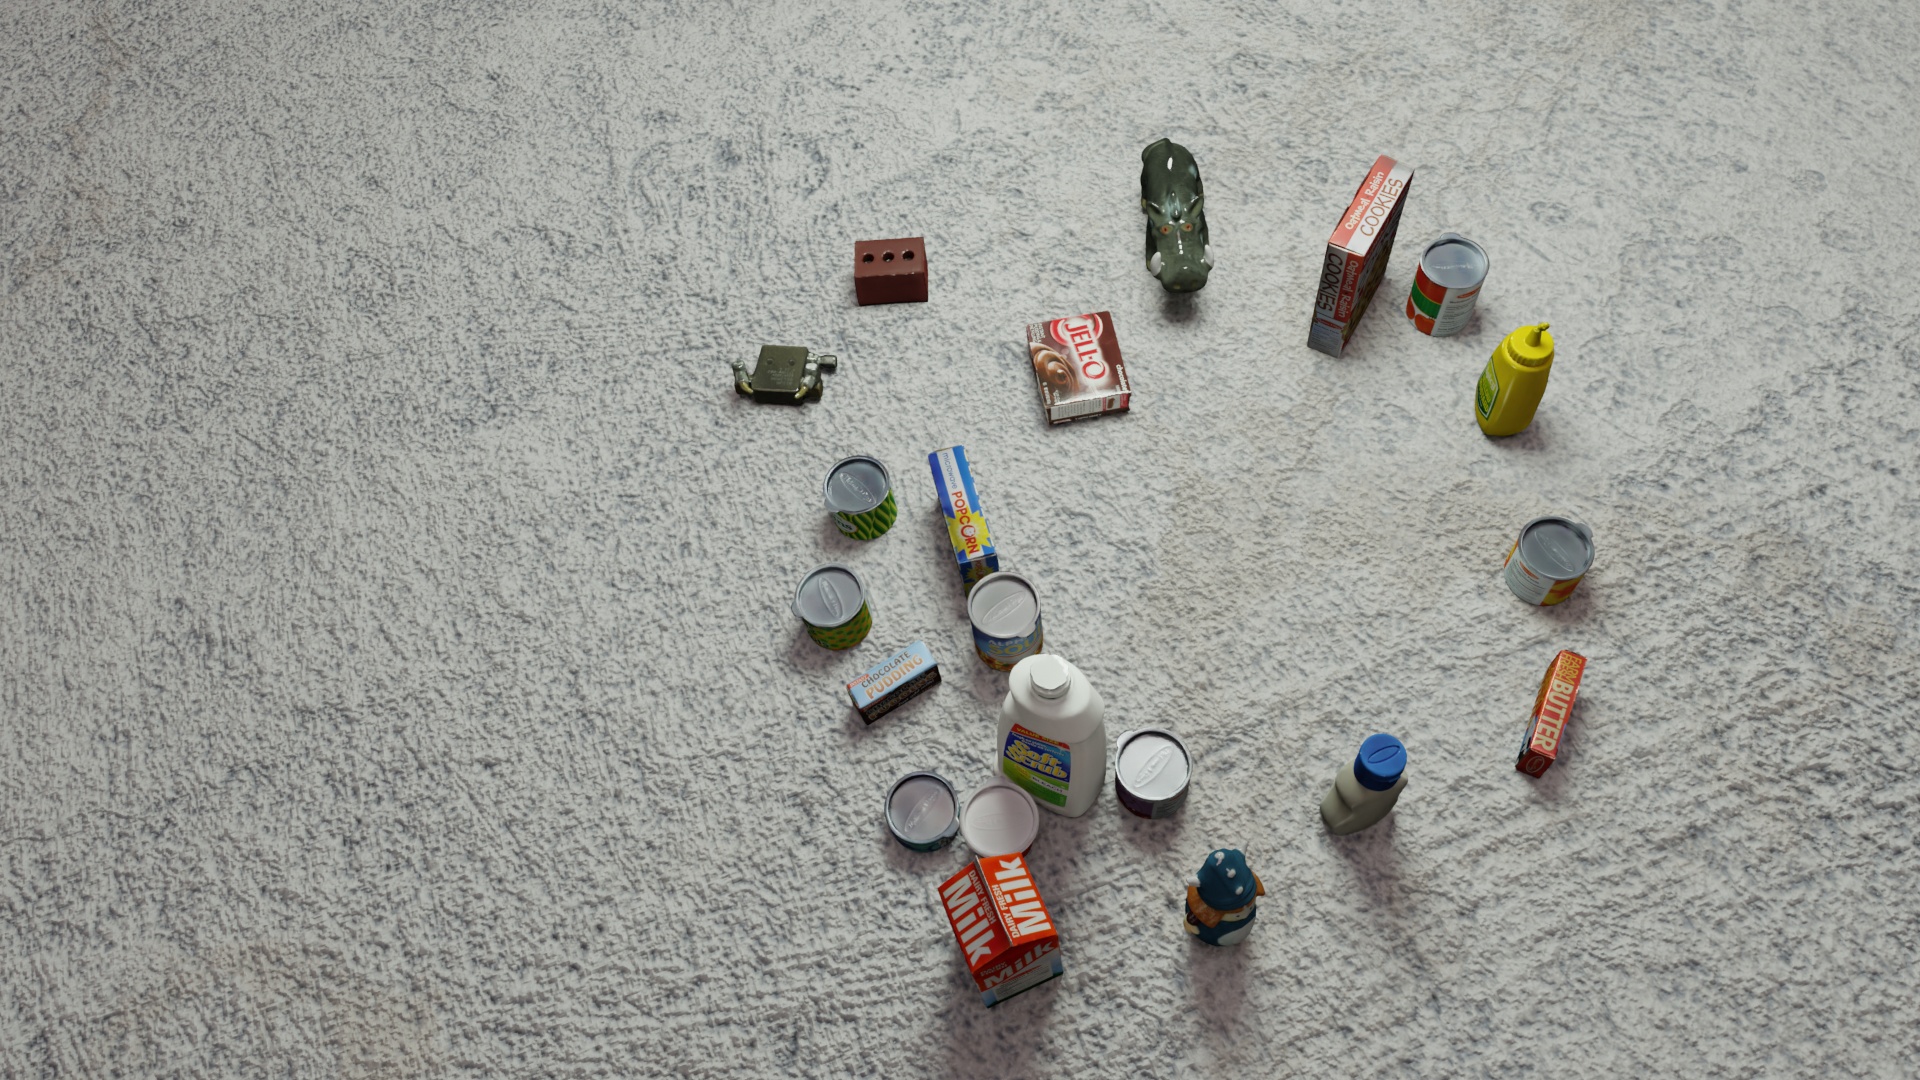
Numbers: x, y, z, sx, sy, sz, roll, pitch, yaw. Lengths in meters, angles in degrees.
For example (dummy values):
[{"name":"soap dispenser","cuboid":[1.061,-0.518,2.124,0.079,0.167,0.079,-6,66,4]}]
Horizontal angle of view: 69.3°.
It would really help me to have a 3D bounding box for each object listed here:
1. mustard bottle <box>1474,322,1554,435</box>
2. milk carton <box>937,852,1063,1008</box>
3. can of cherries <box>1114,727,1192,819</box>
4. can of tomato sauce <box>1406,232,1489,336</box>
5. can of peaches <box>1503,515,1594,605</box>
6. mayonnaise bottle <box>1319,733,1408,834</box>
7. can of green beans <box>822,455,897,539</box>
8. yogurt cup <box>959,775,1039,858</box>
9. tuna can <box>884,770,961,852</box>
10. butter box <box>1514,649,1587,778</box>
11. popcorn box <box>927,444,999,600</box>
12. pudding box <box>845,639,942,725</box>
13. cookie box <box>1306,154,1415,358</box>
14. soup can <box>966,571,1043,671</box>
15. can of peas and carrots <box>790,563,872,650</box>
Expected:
[{"name":"mustard bottle","cuboid":[0.527,-0.161,1.313,0.049,0.159,0.065,-4,62,4]},{"name":"milk carton","cuboid":[0.032,0.305,1.096,0.073,0.189,0.072,-23,62,-6]},{"name":"can of cherries","cuboid":[0.166,0.202,1.213,0.071,0.058,0.072,-2,62,5]},{"name":"can of tomato sauce","cuboid":[0.493,-0.259,1.413,0.071,0.082,0.071,-2,62,5]},{"name":"can of peaches","cuboid":[0.541,0.018,1.274,0.071,0.057,0.071,-2,62,5]},{"name":"mayonnaise bottle","cuboid":[0.337,0.200,1.146,0.065,0.147,0.041,-23,62,-6]},{"name":"can of green beans","cuboid":[-0.098,-0.042,1.371,0.071,0.057,0.071,-2,62,5]},{"name":"yogurt cup","cuboid":[0.035,0.249,1.203,0.072,0.053,0.073,-2,62,5]},{"name":"tuna can","cuboid":[-0.031,0.241,1.226,0.071,0.032,0.071,-2,62,5]},{"name":"butter box","cuboid":[0.513,0.150,1.208,0.024,0.053,0.104,22,66,16]},{"name":"popcorn box","cuboid":[0.005,-0.017,1.331,0.038,0.085,0.127,-15,62,-2]},{"name":"pudding box","cuboid":[-0.061,0.130,1.279,0.084,0.049,0.030,-30,63,-10]},{"name":"cookie box","cuboid":[0.397,-0.281,1.387,0.040,0.166,0.123,26,68,18]},{"name":"soup can","cuboid":[0.044,0.078,1.277,0.071,0.083,0.071,-2,62,5]},{"name":"can of peas and carrots","cuboid":[-0.121,0.065,1.316,0.071,0.058,0.071,-2,62,5]}]
